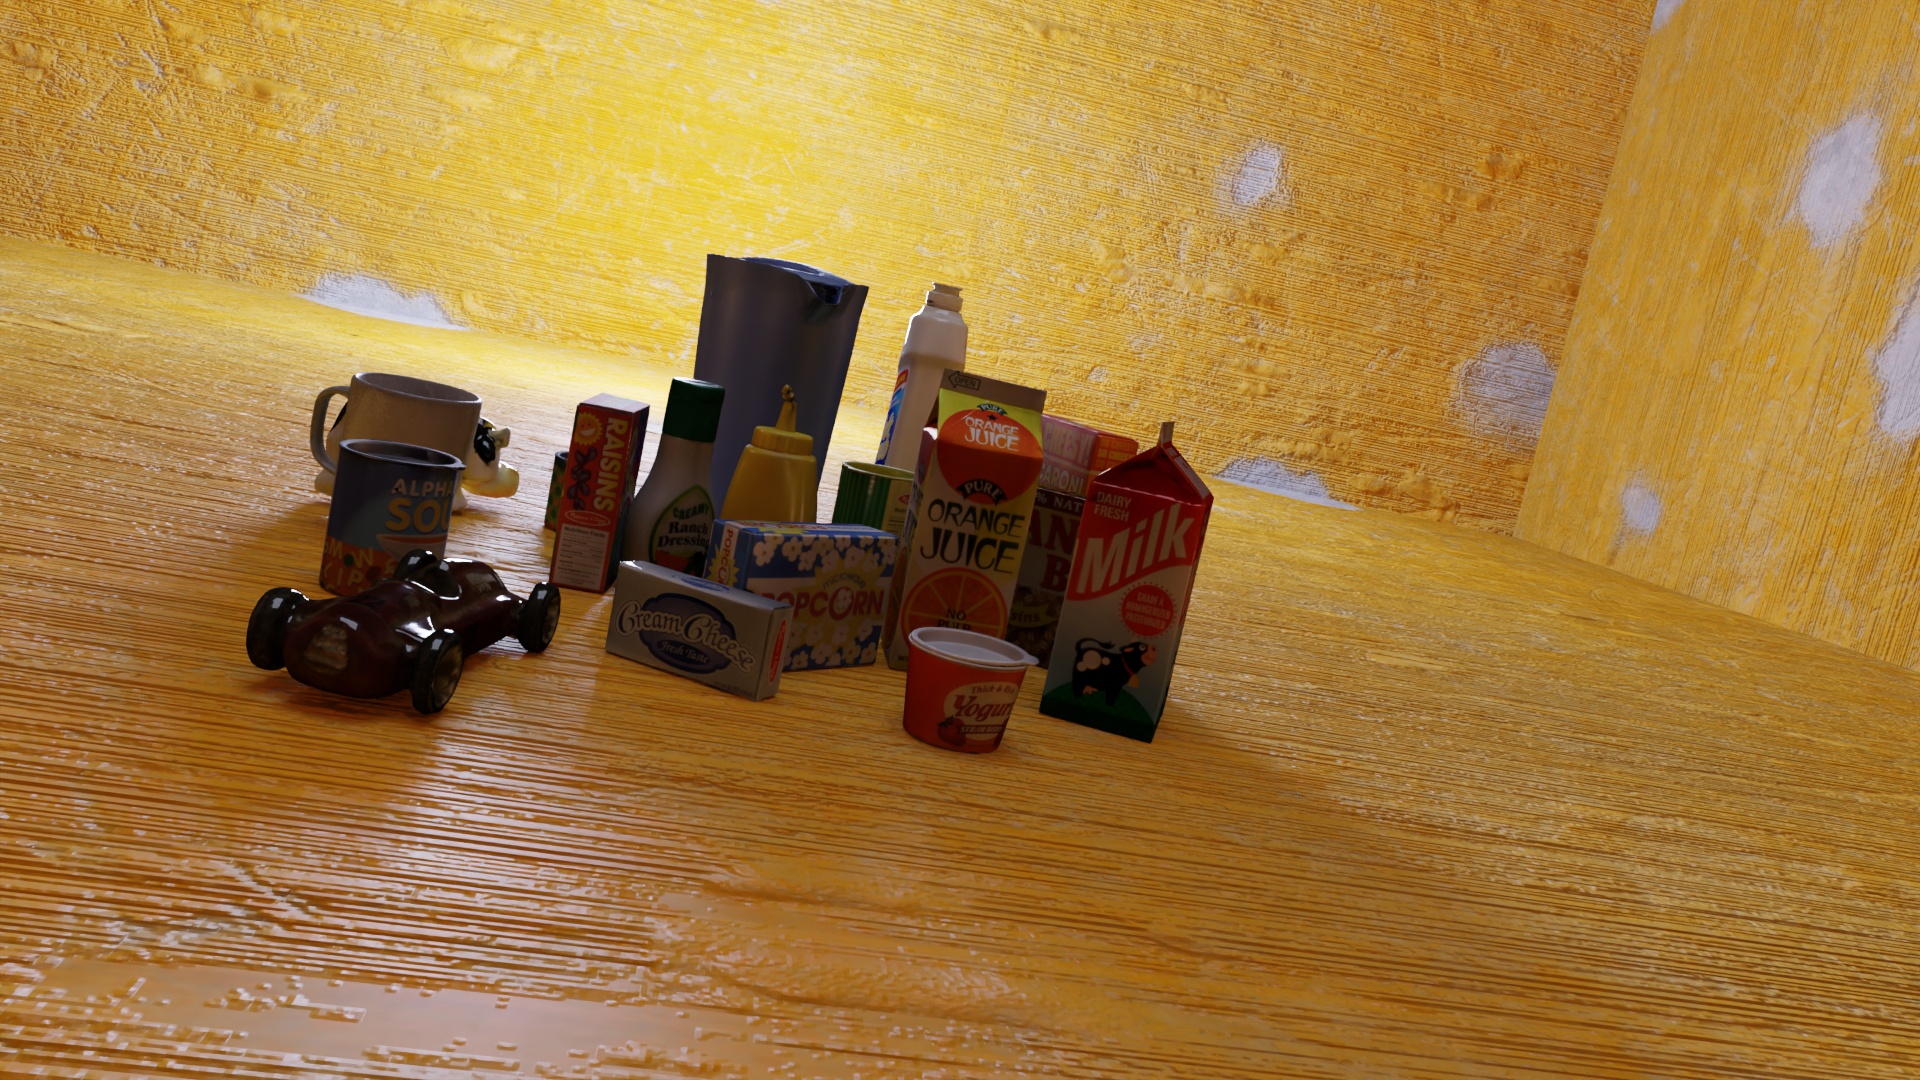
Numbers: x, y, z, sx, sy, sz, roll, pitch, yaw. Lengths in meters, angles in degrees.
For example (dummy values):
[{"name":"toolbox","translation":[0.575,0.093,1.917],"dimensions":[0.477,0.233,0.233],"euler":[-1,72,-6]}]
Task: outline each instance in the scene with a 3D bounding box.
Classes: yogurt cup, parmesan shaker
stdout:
[{"name":"yogurt cup","translation":[0.000,0.082,0.761],"dimensions":[0.072,0.054,0.072],"euler":[12,8,-2]},{"name":"parmesan shaker","translation":[-0.069,-0.003,1.052],"dimensions":[0.071,0.103,0.071],"euler":[12,8,-2]}]

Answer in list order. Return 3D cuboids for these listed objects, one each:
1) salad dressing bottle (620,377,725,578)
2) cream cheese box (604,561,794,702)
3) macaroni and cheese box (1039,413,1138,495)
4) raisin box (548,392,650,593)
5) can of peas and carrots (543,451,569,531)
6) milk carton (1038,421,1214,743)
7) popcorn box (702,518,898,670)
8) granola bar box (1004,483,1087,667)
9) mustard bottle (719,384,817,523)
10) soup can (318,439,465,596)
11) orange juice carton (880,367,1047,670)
[{"name":"salad dressing bottle","translation":[-0.191,-0.035,0.940],"dimensions":[0.044,0.147,0.064],"euler":[19,11,40]},{"name":"cream cheese box","translation":[-0.147,0.049,0.773],"dimensions":[0.104,0.053,0.024],"euler":[15,9,20]},{"name":"macaroni and cheese box","translation":[0.077,-0.009,1.079],"dimensions":[0.040,0.166,0.124],"euler":[8,9,-25]},{"name":"raisin box","translation":[-0.244,-0.034,0.942],"dimensions":[0.040,0.123,0.086],"euler":[11,8,-6]},{"name":"can of peas and carrots","translation":[-0.293,-0.036,1.102],"dimensions":[0.071,0.058,0.071],"euler":[12,8,-2]},{"name":"milk carton","translation":[0.108,0.019,0.861],"dimensions":[0.073,0.190,0.072],"euler":[14,8,12]},{"name":"popcorn box","translation":[-0.098,0.033,0.839],"dimensions":[0.038,0.085,0.127],"euler":[19,11,38]},{"name":"granola bar box","translation":[0.068,0.026,0.982],"dimensions":[0.165,0.124,0.039],"euler":[15,9,20]},{"name":"mustard bottle","translation":[-0.123,-0.023,0.914],"dimensions":[0.065,0.160,0.049],"euler":[13,8,9]},{"name":"soup can","translation":[-0.329,-0.011,0.806],"dimensions":[0.071,0.083,0.071],"euler":[12,8,-2]},{"name":"orange juice carton","translation":[0.003,-0.011,0.906],"dimensions":[0.072,0.192,0.073],"euler":[11,8,-10]}]
